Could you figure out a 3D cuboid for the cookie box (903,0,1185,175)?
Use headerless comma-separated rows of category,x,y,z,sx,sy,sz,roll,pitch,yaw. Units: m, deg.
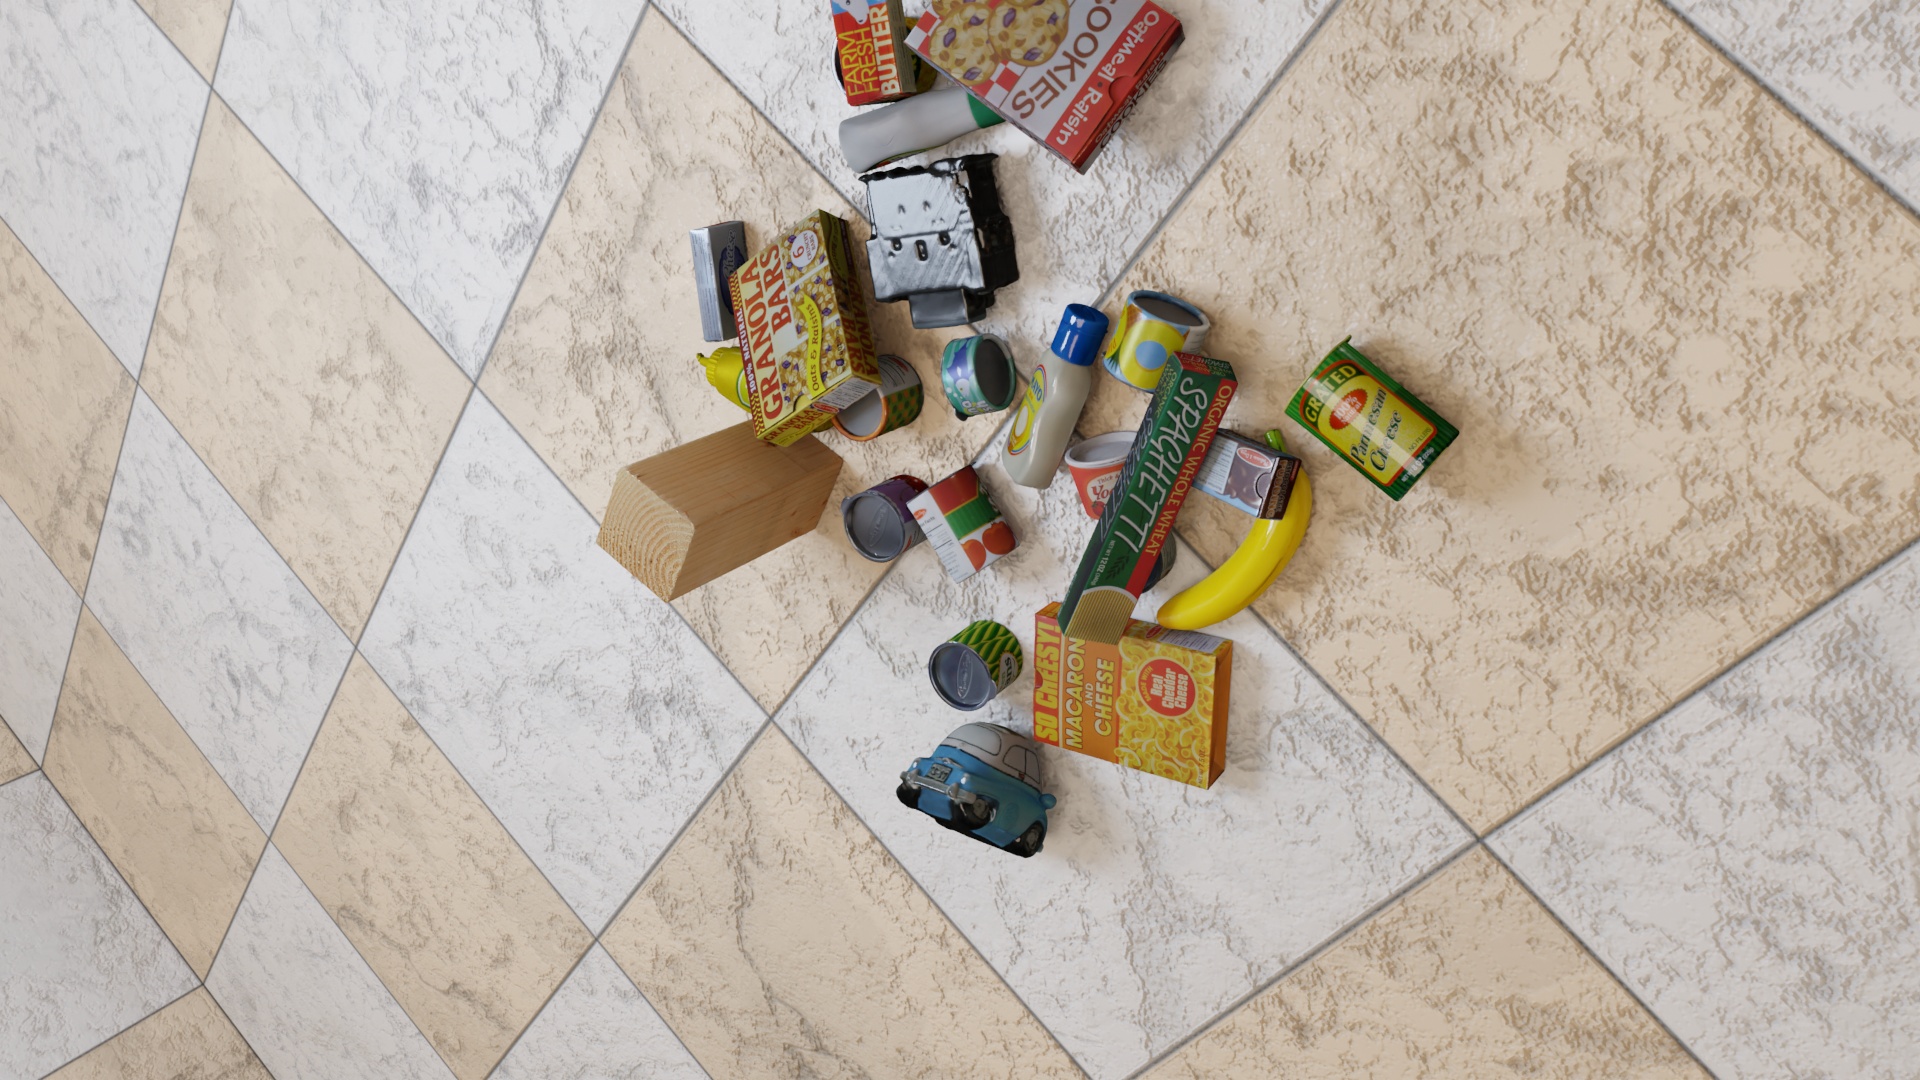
cookie box,0.060,-0.366,1.013,0.168,0.040,0.122,40,101,15

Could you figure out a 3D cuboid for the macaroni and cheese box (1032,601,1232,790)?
macaroni and cheese box,0.142,0.128,1.174,0.166,0.040,0.123,11,113,30

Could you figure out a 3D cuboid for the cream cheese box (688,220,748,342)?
cream cheese box,-0.216,-0.235,1.264,0.024,0.053,0.103,5,111,30

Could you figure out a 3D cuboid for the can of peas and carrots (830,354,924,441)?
can of peas and carrots,-0.076,-0.122,1.211,0.071,0.059,0.070,12,114,30

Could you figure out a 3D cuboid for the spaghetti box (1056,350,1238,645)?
spaghetti box,0.140,-0.027,1.067,0.050,0.029,0.248,11,119,-18

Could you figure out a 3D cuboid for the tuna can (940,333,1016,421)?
tuna can,0.015,-0.134,1.140,0.033,0.071,0.071,-7,104,35

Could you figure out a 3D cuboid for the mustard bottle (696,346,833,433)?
mustard bottle,-0.185,-0.146,1.280,0.160,0.049,0.065,20,112,26

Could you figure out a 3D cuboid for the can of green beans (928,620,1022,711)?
can of green beans,0.014,0.111,1.240,0.071,0.058,0.071,12,114,30

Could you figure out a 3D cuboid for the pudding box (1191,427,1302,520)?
pudding box,0.211,-0.051,1.042,0.084,0.030,0.049,32,112,50

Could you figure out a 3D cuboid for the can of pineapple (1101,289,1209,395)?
can of pineapple,0.146,-0.150,1.049,0.071,0.071,0.057,31,121,20

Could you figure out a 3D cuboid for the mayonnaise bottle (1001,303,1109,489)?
mayonnaise bottle,0.076,-0.117,1.114,0.041,0.065,0.147,10,121,-19

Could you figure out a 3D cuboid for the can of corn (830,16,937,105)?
can of corn,-0.057,-0.380,1.101,0.071,0.058,0.071,12,114,29

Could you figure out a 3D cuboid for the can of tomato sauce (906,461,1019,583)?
can of tomato sauce,0.004,-0.015,1.196,0.071,0.071,0.083,-32,89,37

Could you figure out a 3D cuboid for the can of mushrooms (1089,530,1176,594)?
can of mushrooms,0.139,0.009,1.135,0.071,0.033,0.070,12,115,29

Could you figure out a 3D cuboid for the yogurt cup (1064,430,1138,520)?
yogurt cup,0.121,-0.051,1.106,0.072,0.073,0.053,0,116,33

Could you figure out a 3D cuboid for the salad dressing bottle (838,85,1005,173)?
salad dressing bottle,-0.021,-0.329,1.087,0.147,0.064,0.044,-12,111,21

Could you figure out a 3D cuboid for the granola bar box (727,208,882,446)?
granola bar box,-0.137,-0.182,1.194,0.124,0.039,0.166,-28,64,34

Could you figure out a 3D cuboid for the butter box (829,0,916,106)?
butter box,-0.068,-0.386,1.052,0.053,0.024,0.103,0,107,33

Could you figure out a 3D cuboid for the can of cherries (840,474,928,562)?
can of cherries,-0.063,-0.022,1.241,0.071,0.058,0.071,13,116,30

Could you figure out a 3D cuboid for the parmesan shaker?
parmesan shaker,0.291,-0.086,0.979,0.103,0.071,0.071,42,125,13
